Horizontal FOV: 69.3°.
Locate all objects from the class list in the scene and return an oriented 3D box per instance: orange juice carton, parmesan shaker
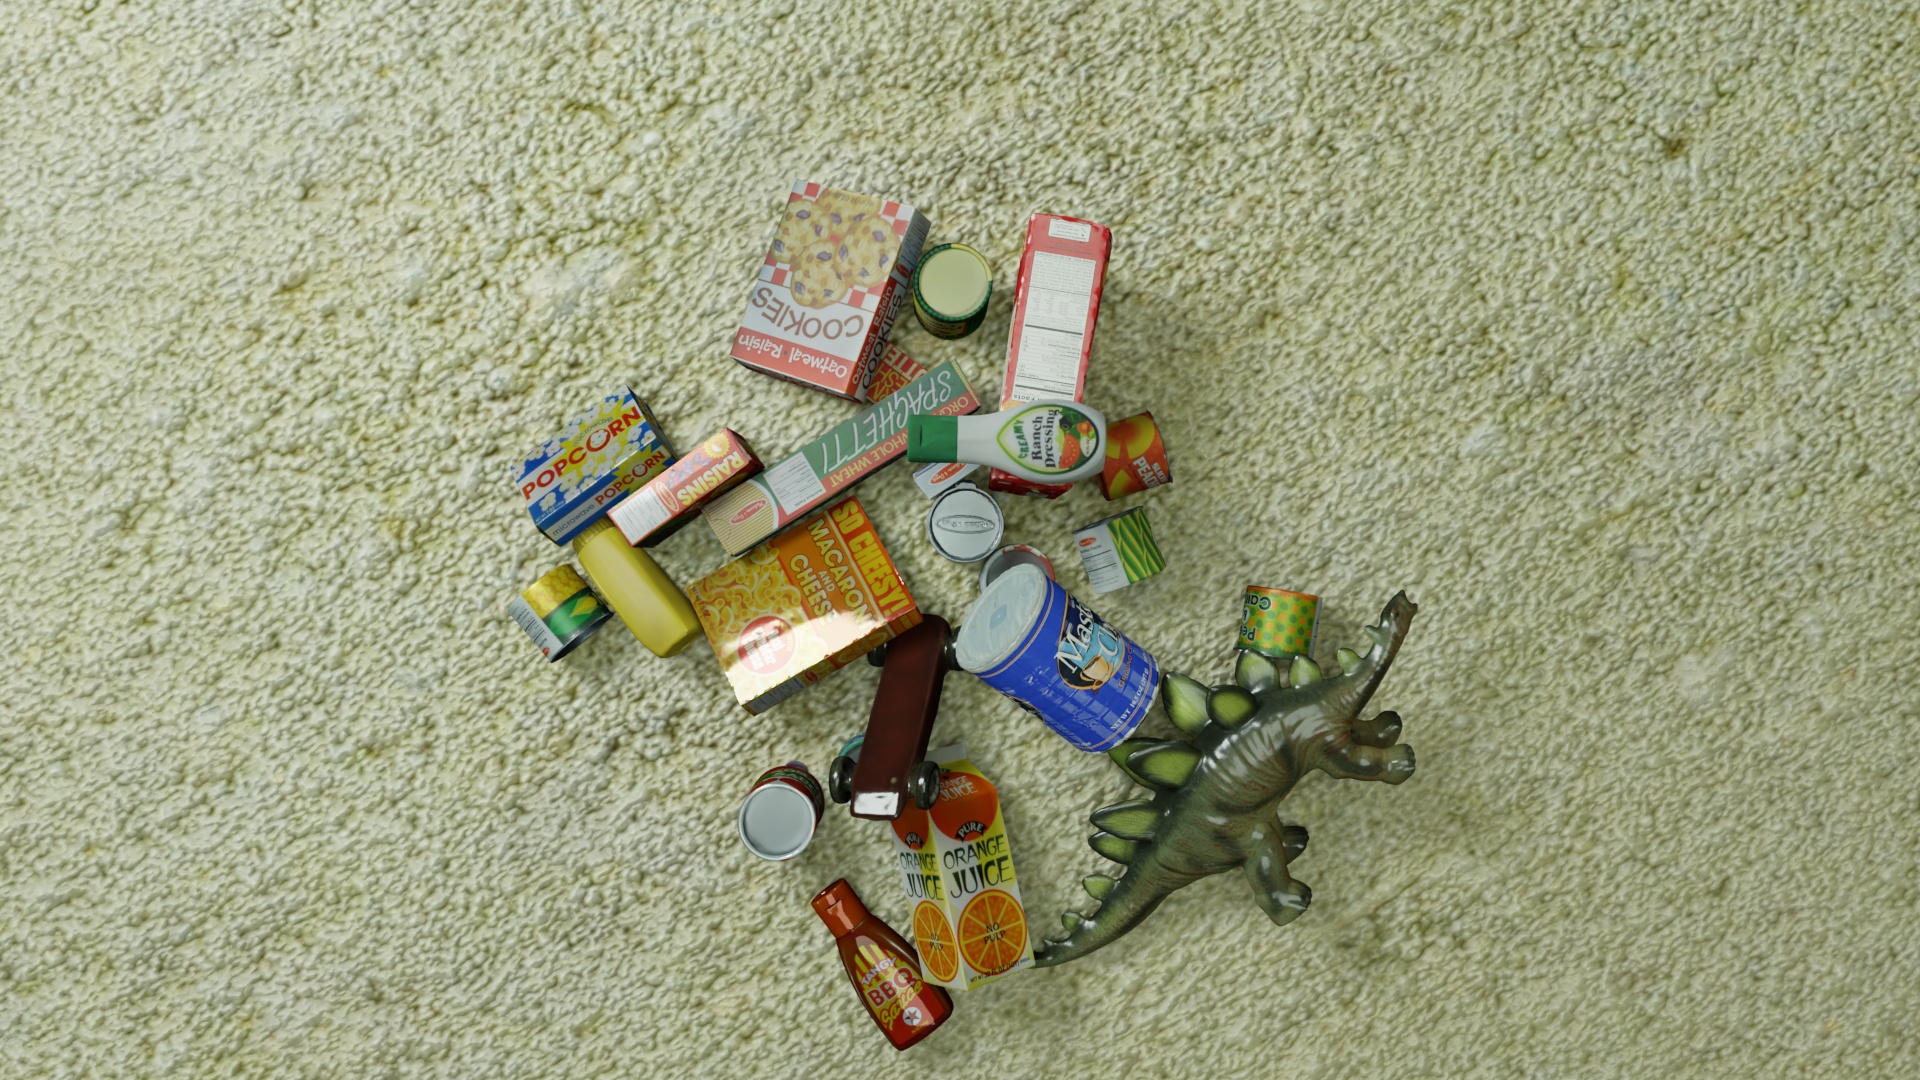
[{"bbox_3d":[-0.004,0.271,1.172,0.072,0.073,0.192,-10,85,-33],"label":"orange juice carton"},{"bbox_3d":[-0.010,-0.212,1.179,0.071,0.103,0.071,0,90,-1],"label":"parmesan shaker"}]

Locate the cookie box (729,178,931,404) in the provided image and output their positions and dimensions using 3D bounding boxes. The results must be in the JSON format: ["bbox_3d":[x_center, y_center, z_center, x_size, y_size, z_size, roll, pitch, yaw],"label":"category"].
[{"bbox_3d":[-0.111,-0.212,1.185,0.123,0.040,0.167,19,88,24],"label":"cookie box"}]

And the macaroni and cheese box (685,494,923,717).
[{"bbox_3d":[-0.133,0.054,1.183,0.166,0.040,0.124,-29,66,-2],"label":"macaroni and cheese box"}]

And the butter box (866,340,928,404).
[{"bbox_3d":[-0.070,-0.147,1.216,0.103,0.024,0.053,37,89,0],"label":"butter box"}]

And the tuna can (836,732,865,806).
[{"bbox_3d":[-0.075,0.201,1.206,0.071,0.033,0.071,0,90,-1],"label":"tuna can"}]

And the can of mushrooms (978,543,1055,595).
[{"bbox_3d":[0.052,0.036,1.212,0.071,0.033,0.071,0,88,-1],"label":"can of mushrooms"}]

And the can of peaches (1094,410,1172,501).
[{"bbox_3d":[0.144,-0.071,1.198,0.058,0.071,0.071,-17,90,-1],"label":"can of peaches"}]

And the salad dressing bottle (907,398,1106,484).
[{"bbox_3d":[0.034,-0.075,1.043,0.148,0.044,0.064,1,87,0],"label":"salad dressing bottle"}]

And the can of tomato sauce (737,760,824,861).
[{"bbox_3d":[-0.150,0.229,1.179,0.071,0.083,0.071,0,90,-1],"label":"can of tomato sauce"}]

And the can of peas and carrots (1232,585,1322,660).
[{"bbox_3d":[0.273,0.071,1.200,0.071,0.071,0.058,10,89,-1],"label":"can of peas and carrots"}]

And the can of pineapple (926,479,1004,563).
[{"bbox_3d":[0.004,-0.015,1.199,0.071,0.058,0.071,0,89,-2],"label":"can of pineapple"}]

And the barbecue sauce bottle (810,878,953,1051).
[{"bbox_3d":[-0.072,0.362,1.199,0.065,0.043,0.148,-36,90,0],"label":"barbecue sauce bottle"}]

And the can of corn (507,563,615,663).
[{"bbox_3d":[-0.340,0.060,1.187,0.071,0.071,0.058,-41,90,-1],"label":"can of corn"}]

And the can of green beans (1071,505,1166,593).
[{"bbox_3d":[0.137,0.008,1.198,0.071,0.071,0.058,-21,91,-1],"label":"can of green beans"}]

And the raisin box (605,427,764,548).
[{"bbox_3d":[-0.231,-0.043,1.180,0.123,0.086,0.040,-36,89,-1],"label":"raisin box"}]

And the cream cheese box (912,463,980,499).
[{"bbox_3d":[-0.013,-0.060,1.176,0.053,0.104,0.024,-33,95,0],"label":"cream cheese box"}]

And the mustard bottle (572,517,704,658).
[{"bbox_3d":[-0.287,0.029,1.191,0.049,0.065,0.160,-42,81,4],"label":"mustard bottle"}]

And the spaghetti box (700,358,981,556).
[{"bbox_3d":[-0.099,-0.070,1.182,0.250,0.028,0.050,-31,88,-3],"label":"spaghetti box"}]

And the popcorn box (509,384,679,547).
[{"bbox_3d":[-0.312,-0.064,1.180,0.127,0.038,0.085,-36,49,-2],"label":"popcorn box"}]
